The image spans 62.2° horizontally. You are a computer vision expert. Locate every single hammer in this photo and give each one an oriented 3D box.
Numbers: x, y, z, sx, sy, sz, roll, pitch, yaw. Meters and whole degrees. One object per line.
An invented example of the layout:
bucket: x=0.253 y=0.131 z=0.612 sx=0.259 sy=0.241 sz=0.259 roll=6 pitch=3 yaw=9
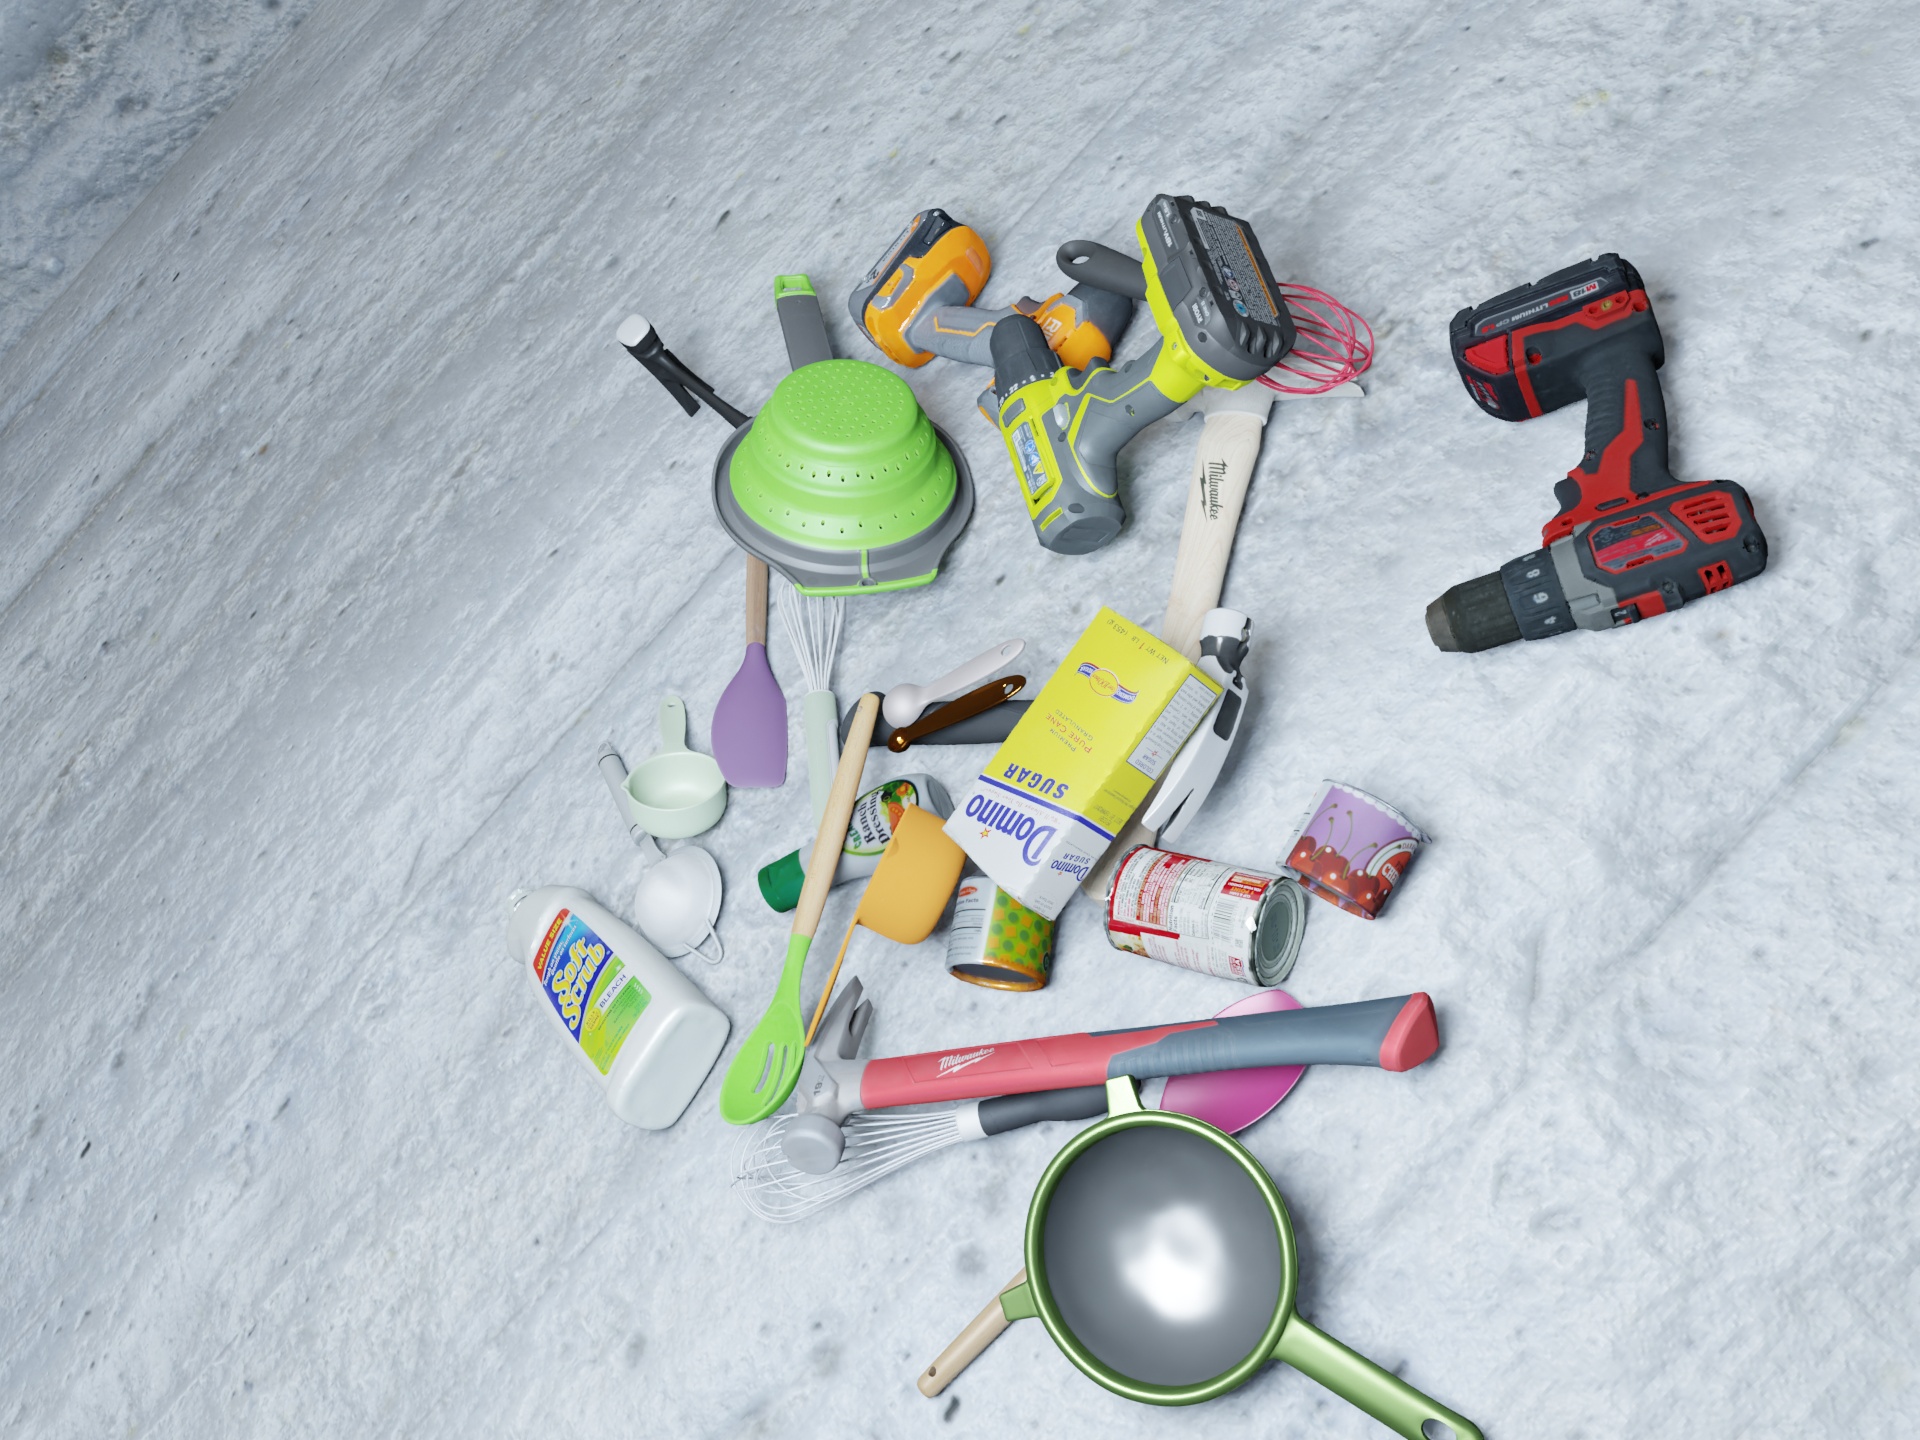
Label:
hammer: x=0.084 y=0.189 z=0.945 sx=0.386 sy=0.038 sz=0.143 roll=-11 pitch=30 yaw=21
hammer: x=0.040 y=0.005 z=1.077 sx=0.335 sy=0.035 sz=0.146 roll=-2 pitch=65 yaw=43
hammer: x=0.162 y=-0.066 z=1.071 sx=0.146 sy=0.038 sz=0.411 roll=4 pitch=67 yaw=33
hammer: x=-0.164 y=-0.234 z=1.355 sx=0.034 sy=0.127 sz=0.337 roll=-49 pitch=59 yaw=-2

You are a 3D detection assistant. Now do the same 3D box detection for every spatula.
spatula: x=-0.169 y=-0.080 z=1.301 sx=0.059 sy=0.018 sz=0.316 roll=1 pitch=56 yaw=-7

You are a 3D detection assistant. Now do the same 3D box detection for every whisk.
whisk: x=-0.020 y=0.260 z=0.996 sx=0.284 sy=0.070 sz=0.070 roll=-18 pitch=55 yaw=18
whisk: x=0.169 y=-0.295 z=1.125 sx=0.296 sy=0.073 sz=0.073 roll=35 pitch=86 yaw=40
whisk: x=-0.108 y=-0.024 z=1.219 sx=0.059 sy=0.057 sz=0.247 roll=-16 pitch=61 yaw=17

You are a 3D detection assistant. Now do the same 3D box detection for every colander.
colander: x=-0.107 y=-0.269 z=1.266 sx=0.204 sy=0.094 sz=0.398 roll=-7 pitch=50 yaw=-11

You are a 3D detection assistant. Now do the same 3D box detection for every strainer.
strainer: x=0.158 y=0.310 z=0.848 sx=0.256 sy=0.069 sz=0.151 roll=26 pitch=91 yaw=24
strainer: x=-0.249 y=0.095 z=1.248 sx=0.087 sy=0.050 sz=0.259 roll=-48 pitch=45 yaw=11

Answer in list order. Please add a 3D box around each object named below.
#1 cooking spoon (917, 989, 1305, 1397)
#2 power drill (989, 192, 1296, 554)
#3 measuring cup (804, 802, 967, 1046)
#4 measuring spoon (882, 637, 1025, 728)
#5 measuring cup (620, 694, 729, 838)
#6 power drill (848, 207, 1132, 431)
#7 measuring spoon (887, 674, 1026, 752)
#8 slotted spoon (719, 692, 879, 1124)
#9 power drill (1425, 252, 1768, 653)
cooking spoon: x=0.088 y=0.281 z=0.933 sx=0.319 sy=0.017 sz=0.069 roll=-46 pitch=46 yaw=2
power drill: x=0.107 y=-0.249 z=1.094 sx=0.228 sy=0.080 sz=0.191 roll=-40 pitch=58 yaw=43
measuring cup: x=-0.046 y=0.140 z=1.034 sx=0.052 sy=0.095 sz=0.174 roll=24 pitch=69 yaw=-2
measuring spoon: x=-0.008 y=-0.031 z=1.107 sx=0.124 sy=0.018 sz=0.034 roll=-27 pitch=48 yaw=28
measuring cup: x=-0.226 y=0.036 z=1.267 sx=0.083 sy=0.038 sz=0.168 roll=-6 pitch=33 yaw=-8
power drill: x=0.032 y=-0.329 z=1.279 sx=0.164 sy=0.084 sz=0.227 roll=-51 pitch=53 yaw=-2
measuring spoon: x=-0.002 y=-0.003 z=1.092 sx=0.117 sy=0.011 sz=0.021 roll=-25 pitch=46 yaw=26
slotted spoon: x=-0.099 y=0.123 z=1.083 sx=0.070 sy=0.031 sz=0.314 roll=-9 pitch=58 yaw=45
power drill: x=0.360 y=-0.152 z=0.966 sx=0.188 sy=0.080 sz=0.227 roll=-19 pitch=58 yaw=24
